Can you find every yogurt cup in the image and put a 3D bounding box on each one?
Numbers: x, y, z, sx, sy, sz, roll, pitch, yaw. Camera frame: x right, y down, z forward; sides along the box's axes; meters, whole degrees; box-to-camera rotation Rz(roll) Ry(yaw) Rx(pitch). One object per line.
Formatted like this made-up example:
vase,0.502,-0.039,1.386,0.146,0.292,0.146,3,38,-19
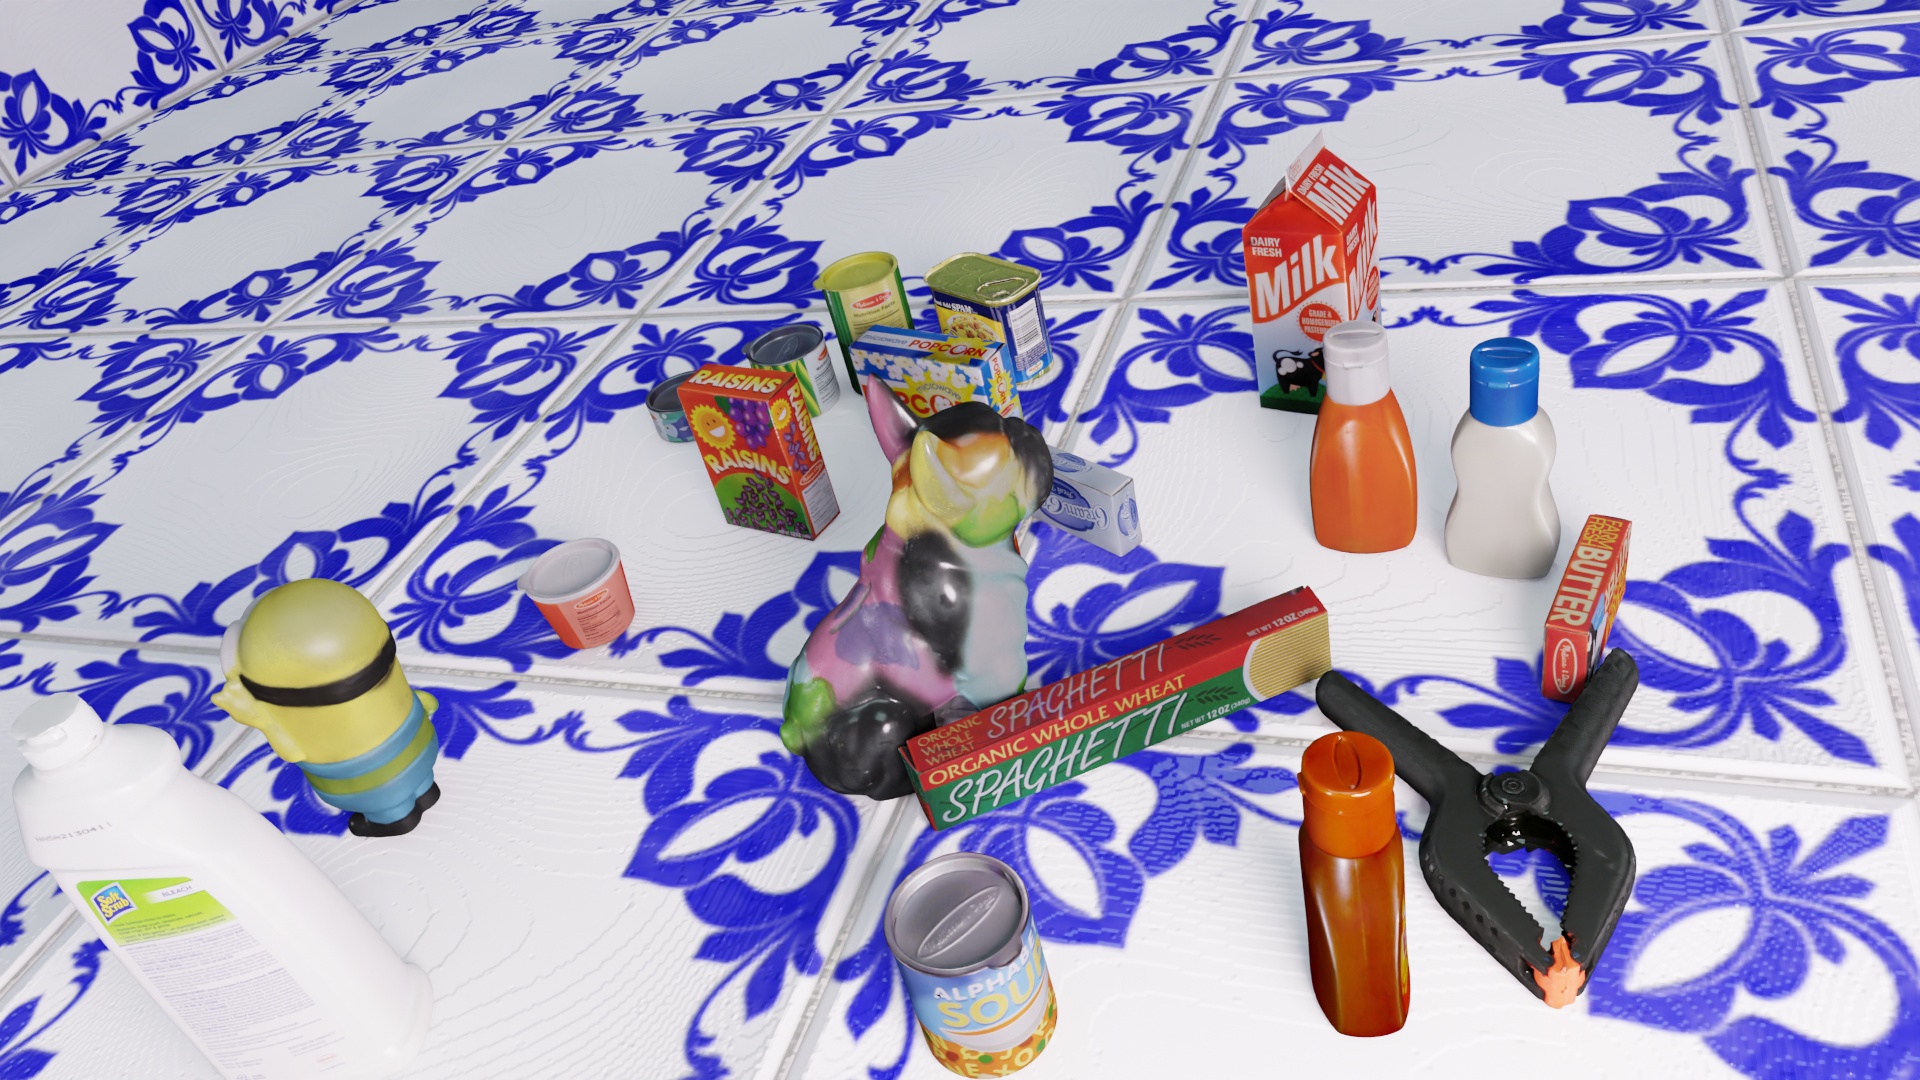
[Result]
yogurt cup,-0.262,0.039,0.969,0.072,0.053,0.073,-10,36,7

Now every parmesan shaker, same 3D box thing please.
parmesan shaker,-0.075,-0.178,1.151,0.071,0.102,0.072,-10,36,7

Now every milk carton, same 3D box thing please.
milk carton,0.248,-0.185,0.974,0.073,0.189,0.073,11,43,31

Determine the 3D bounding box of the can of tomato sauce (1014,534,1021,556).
can of tomato sauce,0.003,-0.012,0.918,0.071,0.082,0.071,-10,36,7

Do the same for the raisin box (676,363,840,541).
raisin box,-0.145,-0.065,1.007,0.086,0.122,0.040,11,43,31

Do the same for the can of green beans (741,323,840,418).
can of green beans,-0.139,-0.140,1.161,0.071,0.057,0.071,-10,36,7

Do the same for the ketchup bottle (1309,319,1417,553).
ketchup bottle,0.243,-0.061,0.844,0.065,0.148,0.044,0,38,20

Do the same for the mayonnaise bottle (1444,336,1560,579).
mayonnaise bottle,0.313,-0.045,0.800,0.065,0.147,0.041,8,42,28

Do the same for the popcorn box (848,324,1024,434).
popcorn box,-0.018,-0.114,1.061,0.127,0.084,0.038,13,44,33

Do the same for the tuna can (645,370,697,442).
tuna can,-0.228,-0.115,1.180,0.071,0.032,0.071,-10,36,7

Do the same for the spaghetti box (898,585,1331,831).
spaghetti box,0.090,0.093,0.776,0.250,0.050,0.029,-21,36,-8

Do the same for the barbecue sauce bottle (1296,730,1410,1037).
barbecue sauce bottle,0.168,0.146,0.595,0.043,0.147,0.065,-8,36,10

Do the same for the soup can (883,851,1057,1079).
soup can,0.008,0.197,0.637,0.071,0.083,0.072,-10,36,7

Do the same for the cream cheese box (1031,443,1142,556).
cream cheese box,0.076,-0.031,0.944,0.024,0.053,0.104,-37,41,-27

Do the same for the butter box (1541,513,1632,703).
butter box,0.343,0.036,0.761,0.024,0.053,0.104,12,44,32
